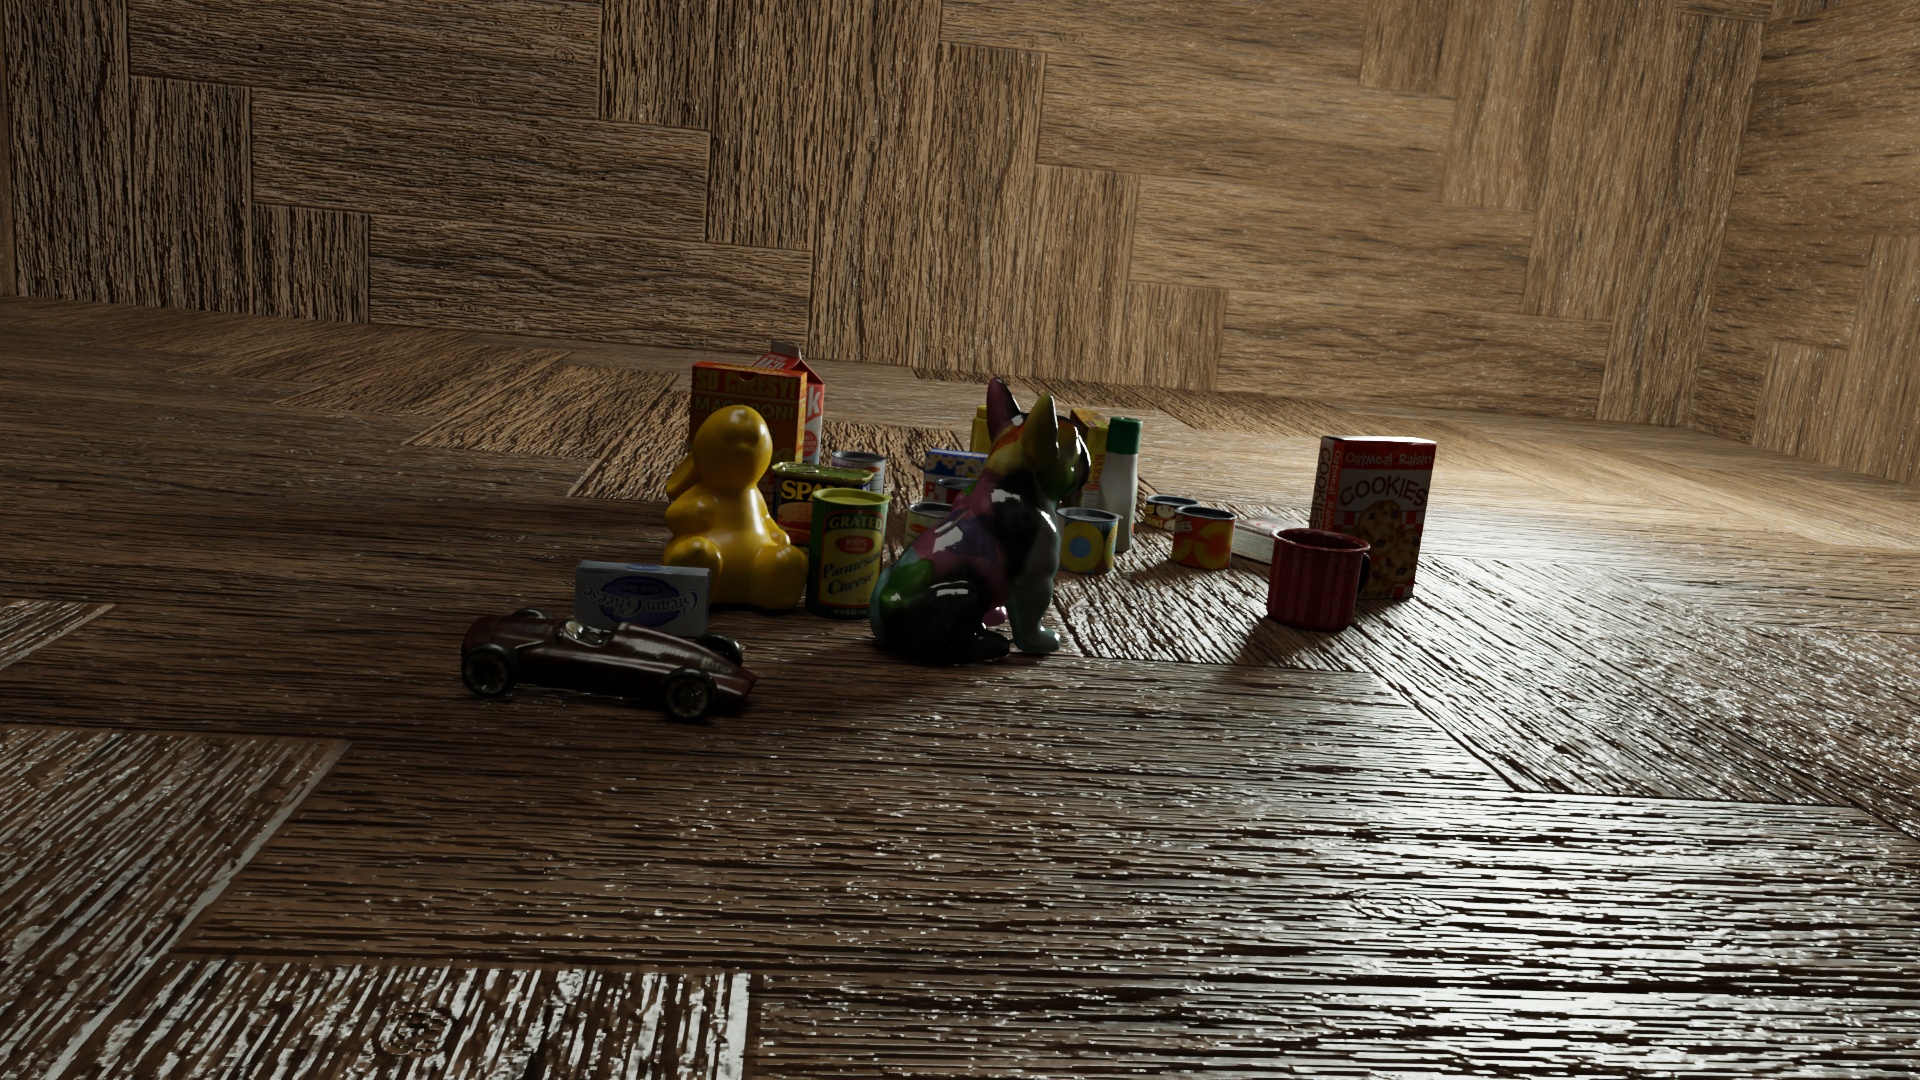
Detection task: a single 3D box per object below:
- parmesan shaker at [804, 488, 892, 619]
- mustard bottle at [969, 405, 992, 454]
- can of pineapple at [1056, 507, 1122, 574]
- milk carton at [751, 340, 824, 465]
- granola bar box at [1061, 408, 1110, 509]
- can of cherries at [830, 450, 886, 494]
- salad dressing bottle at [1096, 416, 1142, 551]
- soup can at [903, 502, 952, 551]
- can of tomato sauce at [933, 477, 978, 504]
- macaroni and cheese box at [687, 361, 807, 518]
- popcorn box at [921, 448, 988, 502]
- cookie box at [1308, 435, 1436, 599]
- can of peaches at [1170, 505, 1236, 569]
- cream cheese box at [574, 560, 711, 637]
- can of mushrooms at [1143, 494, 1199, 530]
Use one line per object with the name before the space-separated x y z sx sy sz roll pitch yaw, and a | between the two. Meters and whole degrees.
parmesan shaker | -0.097 0.011 1.211 0.071 0.102 0.071 5 12 -1
mustard bottle | 0.035 -0.112 1.683 0.049 0.159 0.065 7 12 6
can of pineapple | 0.132 0.000 1.456 0.071 0.057 0.071 5 12 -1
milk carton | -0.209 -0.134 1.608 0.073 0.190 0.072 -4 15 -36
granola bar box | 0.157 -0.091 1.718 0.039 0.124 0.166 4 12 -4
can of cherries | -0.126 -0.075 1.682 0.071 0.058 0.071 5 12 -1
salad dressing bottle | 0.177 -0.063 1.552 0.044 0.147 0.064 5 12 0
soup can | -0.019 0.011 1.286 0.071 0.083 0.071 5 12 -1
can of tomato sauce | 0.005 -0.018 1.427 0.071 0.083 0.071 5 12 -1
macaroni and cheese box | -0.238 -0.109 1.542 0.124 0.166 0.040 6 12 4
popcorn box | 0.021 -0.057 1.600 0.127 0.085 0.038 7 12 7
cookie box | 0.420 -0.023 1.430 0.123 0.167 0.040 -1 13 -25
can of peaches | 0.264 -0.003 1.526 0.071 0.058 0.071 5 12 -1
cream cheese box | -0.252 0.047 1.103 0.104 0.053 0.024 4 12 -6
can of mushrooms | 0.259 -0.035 1.718 0.071 0.033 0.071 5 13 -1
